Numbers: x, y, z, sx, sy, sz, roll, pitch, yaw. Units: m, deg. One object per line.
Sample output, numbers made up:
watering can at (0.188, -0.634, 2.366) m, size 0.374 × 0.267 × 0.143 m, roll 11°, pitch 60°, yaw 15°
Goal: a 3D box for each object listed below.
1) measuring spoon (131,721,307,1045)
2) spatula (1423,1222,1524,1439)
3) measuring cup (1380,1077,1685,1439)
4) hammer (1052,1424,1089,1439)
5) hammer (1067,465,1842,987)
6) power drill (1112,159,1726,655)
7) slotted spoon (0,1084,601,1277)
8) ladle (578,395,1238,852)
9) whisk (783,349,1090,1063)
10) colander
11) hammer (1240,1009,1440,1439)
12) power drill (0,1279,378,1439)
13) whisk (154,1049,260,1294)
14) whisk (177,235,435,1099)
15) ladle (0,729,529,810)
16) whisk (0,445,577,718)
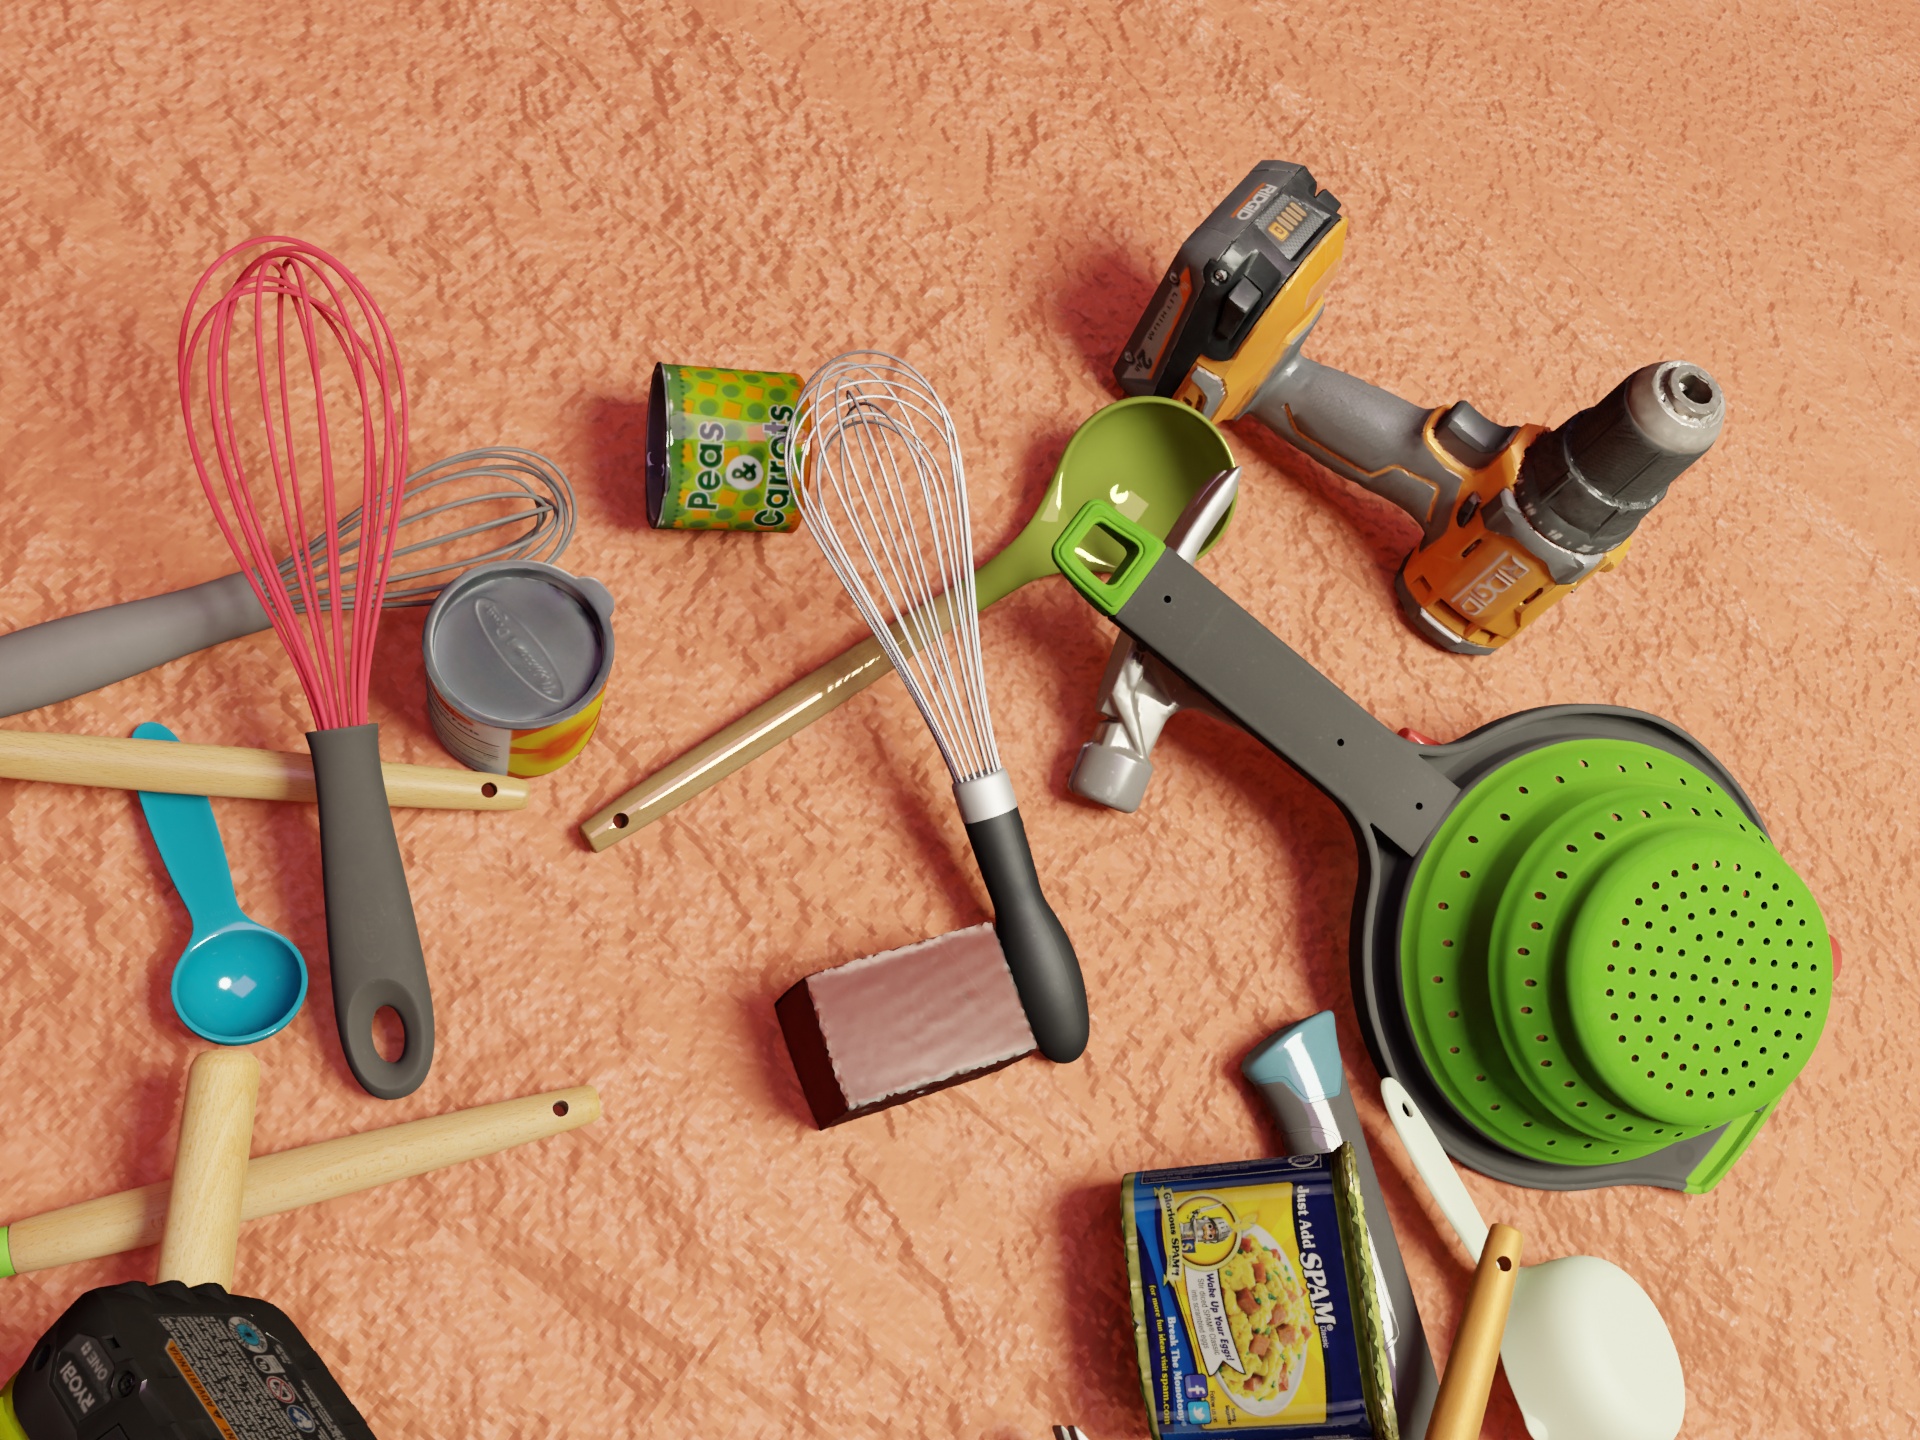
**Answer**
measuring spoon at (-0.265, 0.057, 0.555) m, size 0.042 × 0.021 × 0.129 m, roll -17°, pitch 66°, yaw -31°
spatula at (0.140, 0.328, 0.540) m, size 0.081 × 0.041 × 0.323 m, roll 22°, pitch 68°, yaw 8°
measuring cup at (0.221, 0.206, 0.613) m, size 0.083 × 0.038 × 0.167 m, roll -27°, pitch 83°, yaw -52°
hammer at (-0.117, 0.344, 0.462) m, size 0.410 × 0.038 × 0.146 m, roll -13°, pitch 69°, yaw -17°
hammer at (0.231, 0.030, 0.689) m, size 0.359 × 0.037 × 0.149 m, roll 24°, pitch 89°, yaw -11°
power drill at (0.193, -0.140, 0.682) m, size 0.226 × 0.185 × 0.084 m, roll 39°, pitch 65°, yaw 3°
slotted spoon at (-0.270, 0.162, 0.504) m, size 0.313 × 0.031 × 0.070 m, roll -10°, pitch 74°, yaw -23°
ladle at (-0.014, -0.038, 0.648) m, size 0.320 × 0.062 × 0.078 m, roll -34°, pitch 97°, yaw -23°
whisk at (0.000, -0.002, 0.606) m, size 0.070 × 0.070 × 0.284 m, roll -21°, pitch 95°, yaw -23°
colander at (0.203, 0.045, 0.614) m, size 0.397 × 0.094 × 0.204 m, roll 38°, pitch 83°, yaw -9°
hammer at (0.170, 0.275, 0.595) m, size 0.128 × 0.033 × 0.331 m, roll -8°, pitch 72°, yaw -19°
power drill at (-0.237, 0.276, 0.386) m, size 0.191 × 0.080 × 0.228 m, roll 41°, pitch 83°, yaw 23°
whisk at (-0.239, 0.223, 0.471) m, size 0.051 × 0.047 × 0.245 m, roll 9°, pitch 72°, yaw -25°
whisk at (-0.212, -0.017, 0.539) m, size 0.073 × 0.073 × 0.296 m, roll -8°, pitch 93°, yaw -20°
ladle at (-0.307, 0.011, 0.536) m, size 0.315 × 0.031 × 0.069 m, roll 6°, pitch 82°, yaw -21°
whisk at (-0.256, -0.047, 0.579) m, size 0.239 × 0.055 × 0.055 m, roll -22°, pitch 78°, yaw -20°
